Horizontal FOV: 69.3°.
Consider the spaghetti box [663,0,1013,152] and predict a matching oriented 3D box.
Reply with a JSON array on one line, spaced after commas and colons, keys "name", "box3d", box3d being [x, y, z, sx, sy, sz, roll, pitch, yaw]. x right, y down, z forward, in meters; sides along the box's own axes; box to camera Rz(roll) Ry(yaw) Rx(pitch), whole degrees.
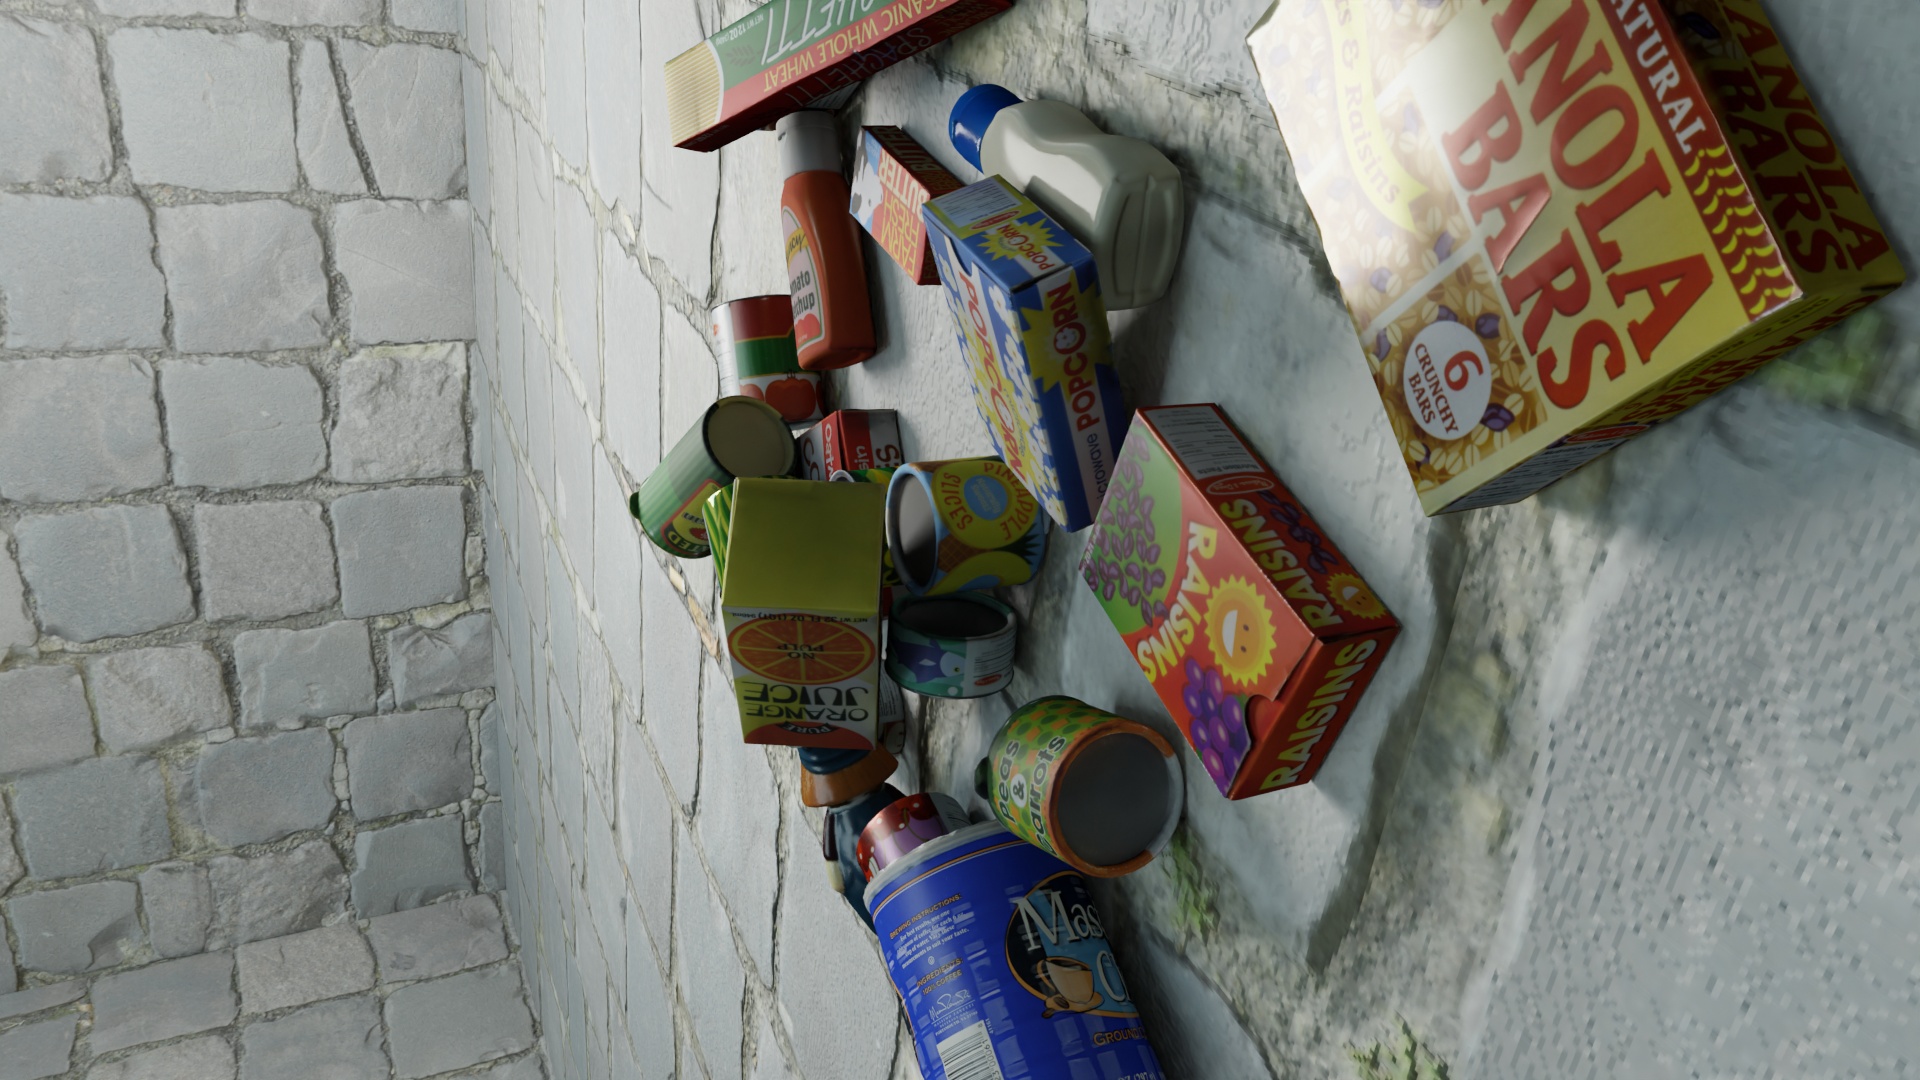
[{"name": "spaghetti box", "box3d": [-0.071, -0.259, 0.713, 0.249, 0.029, 0.050, -7, 90, 45]}]

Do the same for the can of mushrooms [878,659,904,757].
[{"name": "can of mushrooms", "box3d": [-0.063, 0.109, 0.876, 0.071, 0.033, 0.070, 27, 121, 60]}]

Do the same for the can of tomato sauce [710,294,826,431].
[{"name": "can of tomato sauce", "box3d": [-0.124, -0.115, 0.915, 0.071, 0.071, 0.083, -10, 88, 65]}]

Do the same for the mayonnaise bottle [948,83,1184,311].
[{"name": "mayonnaise bottle", "box3d": [0.040, -0.153, 0.583, 0.148, 0.041, 0.064, -126, 31, -48]}]

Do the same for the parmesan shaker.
[{"name": "parmesan shaker", "box3d": [-0.157, -0.039, 0.875, 0.102, 0.071, 0.071, -38, 62, 47]}]

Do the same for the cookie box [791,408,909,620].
[{"name": "cookie box", "box3d": [-0.080, -0.006, 0.875, 0.167, 0.040, 0.123, 161, 101, -65]}]

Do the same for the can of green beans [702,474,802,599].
[{"name": "can of green beans", "box3d": [-0.115, 0.001, 0.822, 0.071, 0.071, 0.058, 130, 129, -57]}]

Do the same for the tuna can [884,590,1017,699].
[{"name": "tuna can", "box3d": [-0.007, 0.050, 0.699, 0.071, 0.071, 0.032, 39, 129, 56]}]

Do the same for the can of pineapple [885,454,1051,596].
[{"name": "can of pineapple", "box3d": [0.002, -0.008, 0.677, 0.071, 0.058, 0.070, 26, 119, 61]}]

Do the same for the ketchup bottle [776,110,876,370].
[{"name": "ketchup bottle", "box3d": [-0.083, -0.180, 0.834, 0.064, 0.043, 0.149, -15, 82, 65]}]

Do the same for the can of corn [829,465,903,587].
[{"name": "can of corn", "box3d": [-0.035, -0.007, 0.757, 0.071, 0.058, 0.071, 26, 120, 61]}]

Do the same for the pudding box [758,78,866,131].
[{"name": "pudding box", "box3d": [-0.094, -0.272, 0.825, 0.083, 0.050, 0.030, 161, 103, -65]}]

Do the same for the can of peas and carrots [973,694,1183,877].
[{"name": "can of peas and carrots", "box3d": [0.050, 0.103, 0.589, 0.058, 0.071, 0.071, 9, 105, 64]}]

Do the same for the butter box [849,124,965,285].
[{"name": "butter box", "box3d": [-0.029, -0.180, 0.741, 0.104, 0.024, 0.052, -127, 38, -47]}]

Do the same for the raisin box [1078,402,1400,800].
[{"name": "raisin box", "box3d": [0.096, 0.020, 0.509, 0.124, 0.040, 0.085, 60, 145, 39]}]

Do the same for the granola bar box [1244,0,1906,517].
[{"name": "granola bar box", "box3d": [0.147, -0.106, 0.367, 0.123, 0.039, 0.166, 133, 126, -59]}]

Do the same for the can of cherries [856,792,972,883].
[{"name": "can of cherries", "box3d": [-0.019, 0.182, 0.756, 0.058, 0.072, 0.071, -127, 38, -47]}]

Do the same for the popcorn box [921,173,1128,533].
[{"name": "popcorn box", "box3d": [0.030, -0.076, 0.574, 0.085, 0.038, 0.126, 54, 167, 47]}]

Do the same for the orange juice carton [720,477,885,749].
[{"name": "orange juice carton", "box3d": [-0.076, 0.051, 0.707, 0.191, 0.072, 0.073, 96, 175, -57]}]
